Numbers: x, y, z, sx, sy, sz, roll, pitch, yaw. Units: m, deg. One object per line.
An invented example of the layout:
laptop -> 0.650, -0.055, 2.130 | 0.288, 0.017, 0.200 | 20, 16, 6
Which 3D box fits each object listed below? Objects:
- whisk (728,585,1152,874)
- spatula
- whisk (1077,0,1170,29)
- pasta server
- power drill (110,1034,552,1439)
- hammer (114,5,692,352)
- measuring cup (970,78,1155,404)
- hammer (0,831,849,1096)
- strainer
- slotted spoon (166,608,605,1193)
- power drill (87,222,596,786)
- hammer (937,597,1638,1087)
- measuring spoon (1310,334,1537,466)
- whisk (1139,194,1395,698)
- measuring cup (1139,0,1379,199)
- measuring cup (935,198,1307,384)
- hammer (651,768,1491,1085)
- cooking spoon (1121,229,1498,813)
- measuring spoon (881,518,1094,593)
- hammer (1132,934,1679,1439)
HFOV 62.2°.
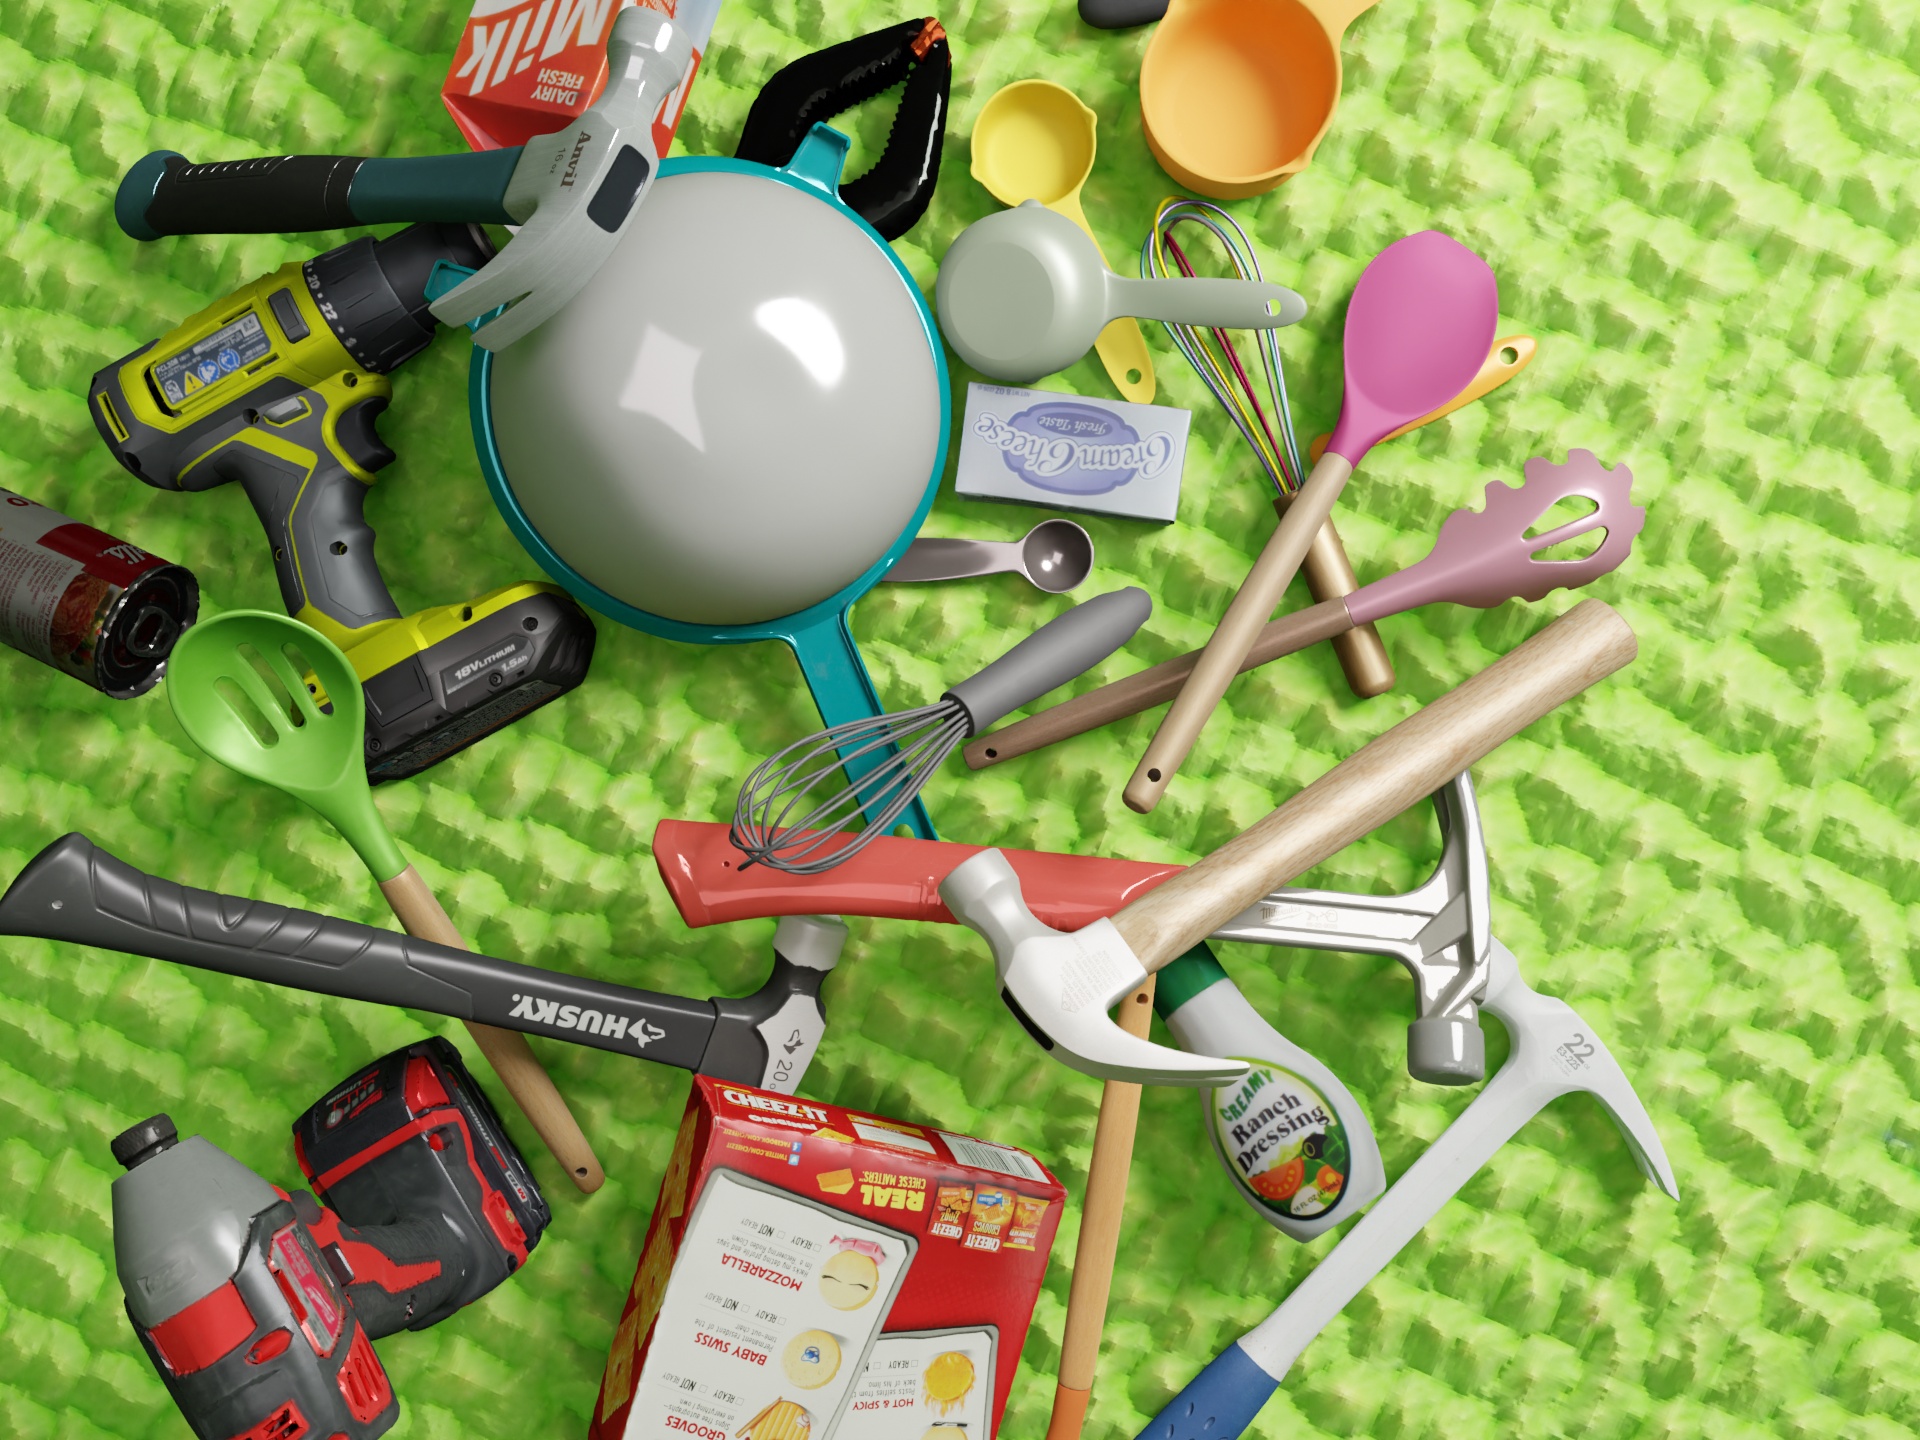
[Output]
whisk -> -0.001, -0.001, 0.681 | 0.239, 0.055, 0.055 | -32, 88, -30
spatula -> 0.056, 0.267, 0.688 | 0.081, 0.041, 0.322 | 9, 89, -12
whisk -> 0.190, -0.366, 0.718 | 0.284, 0.070, 0.070 | -17, 89, 7
pasta server -> 0.147, -0.039, 0.708 | 0.316, 0.040, 0.060 | -22, 97, 15
power drill -> -0.256, 0.206, 0.647 | 0.078, 0.219, 0.143 | -32, 89, 2
hammer -> -0.253, -0.222, 0.664 | 0.331, 0.033, 0.128 | 11, 78, 34
measuring cup -> 0.054, -0.219, 0.741 | 0.062, 0.029, 0.156 | -24, 100, 4
hammer -> -0.220, 0.114, 0.670 | 0.334, 0.035, 0.146 | 18, 96, -24
strainer -> -0.071, -0.076, 0.672 | 0.211, 0.095, 0.340 | -25, 101, -13
slotted spoon -> -0.235, 0.088, 0.691 | 0.070, 0.031, 0.313 | -27, 111, -4
power drill -> -0.262, -0.104, 0.724 | 0.190, 0.080, 0.228 | -28, 86, 2
hammer -> 0.161, 0.039, 0.674 | 0.331, 0.031, 0.130 | -30, 72, -17
measuring spoon -> 0.215, -0.148, 0.735 | 0.117, 0.011, 0.021 | -28, 88, 2
whisk -> 0.140, -0.123, 0.724 | 0.051, 0.047, 0.245 | -22, 93, 21
measuring cup -> 0.158, -0.306, 0.714 | 0.173, 0.052, 0.095 | -37, 91, 5
measuring cup -> 0.065, -0.183, 0.696 | 0.168, 0.038, 0.083 | 10, 113, 25
hammer -> 0.049, 0.066, 0.688 | 0.359, 0.036, 0.149 | 6, 66, -2
cooking spoon -> 0.152, -0.092, 0.691 | 0.069, 0.017, 0.319 | 33, 72, -2
measuring spoon -> 0.001, -0.076, 0.745 | 0.124, 0.018, 0.034 | 0, 93, 9
hammer -> 0.147, 0.288, 0.722 | 0.144, 0.035, 0.405 | 43, 91, 2
